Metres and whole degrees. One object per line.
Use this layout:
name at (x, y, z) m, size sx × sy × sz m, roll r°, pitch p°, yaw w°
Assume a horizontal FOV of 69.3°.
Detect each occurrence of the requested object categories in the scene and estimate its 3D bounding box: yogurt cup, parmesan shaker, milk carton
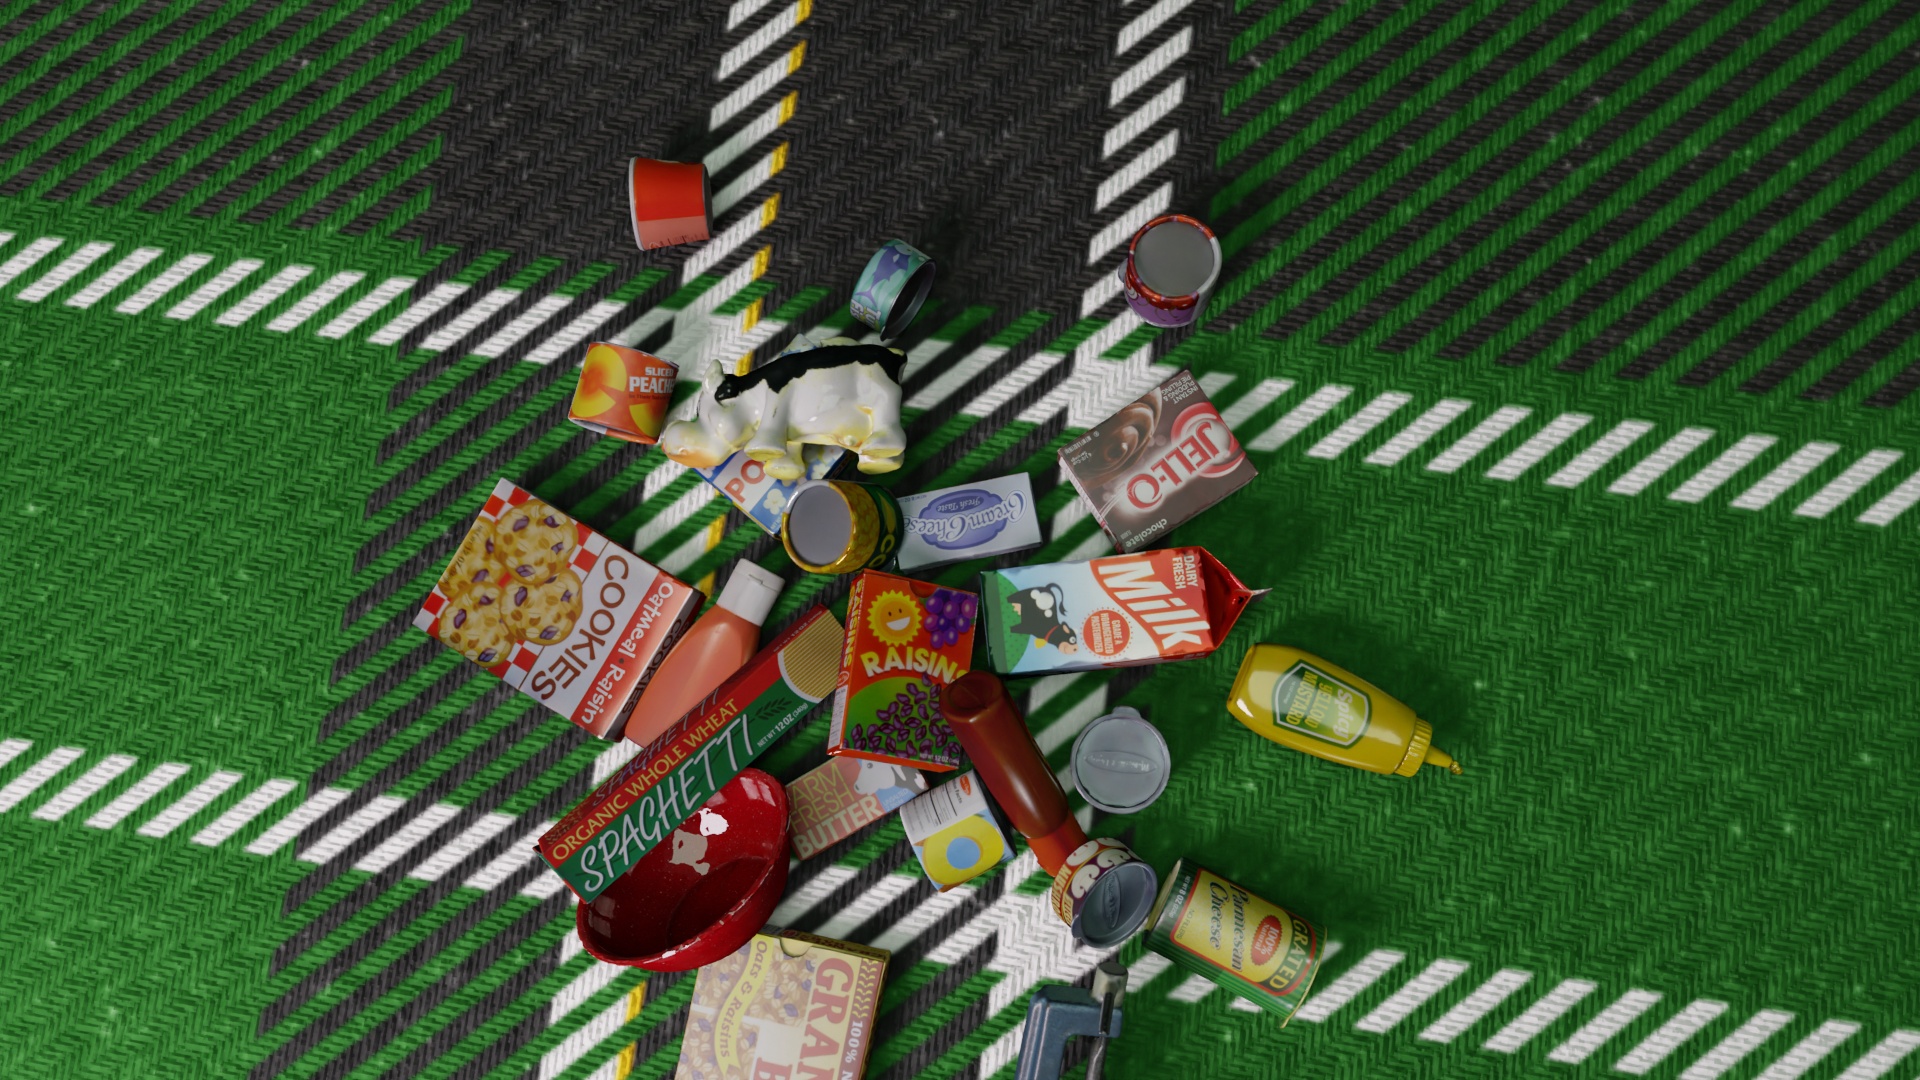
yogurt cup at (-0.213, -0.250, 1.027) m, size 0.054 × 0.072 × 0.072 m, roll -3°, pitch 81°, yaw -4°
parmesan shaker at (0.177, 0.262, 0.911) m, size 0.103 × 0.071 × 0.071 m, roll 25°, pitch 84°, yaw 8°
milk carton at (0.113, 0.049, 0.948) m, size 0.191 × 0.072 × 0.073 m, roll -7°, pitch 80°, yaw 3°

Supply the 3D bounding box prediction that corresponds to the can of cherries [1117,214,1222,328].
can of cherries at (0.148, -0.192, 0.991) m, size 0.071 × 0.058 × 0.071 m, roll -1°, pitch 81°, yaw 4°

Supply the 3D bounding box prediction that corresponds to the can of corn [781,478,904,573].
can of corn at (-0.081, -0.007, 0.967) m, size 0.071 × 0.058 × 0.071 m, roll -1°, pitch 88°, yaw 31°

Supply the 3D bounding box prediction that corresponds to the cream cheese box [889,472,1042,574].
cream cheese box at (0.004, -0.012, 0.991) m, size 0.104 × 0.024 × 0.053 m, roll -12°, pitch 82°, yaw 3°

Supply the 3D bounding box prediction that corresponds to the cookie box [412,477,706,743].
cookie box at (-0.285, 0.050, 0.996) m, size 0.167 × 0.040 × 0.123 m, roll 29°, pitch 84°, yaw 9°

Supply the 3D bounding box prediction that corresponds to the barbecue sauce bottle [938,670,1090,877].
barbecue sauce bottle at (0.040, 0.158, 0.919) m, size 0.044 × 0.065 × 0.148 m, roll -34°, pitch 112°, yaw -11°

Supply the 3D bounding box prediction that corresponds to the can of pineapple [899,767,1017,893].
can of pineapple at (0.000, 0.197, 0.937) m, size 0.058 × 0.071 × 0.071 m, roll -27°, pitch 80°, yaw 1°

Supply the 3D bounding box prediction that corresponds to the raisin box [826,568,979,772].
raisin box at (-0.039, 0.089, 0.946) m, size 0.086 × 0.040 × 0.124 m, roll 13°, pitch 71°, yaw -16°

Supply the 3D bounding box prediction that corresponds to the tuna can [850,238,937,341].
tuna can at (-0.050, -0.179, 1.000) m, size 0.033 × 0.071 × 0.071 m, roll 33°, pitch 85°, yaw 10°

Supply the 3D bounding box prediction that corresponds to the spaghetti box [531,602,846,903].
spaghetti box at (-0.173, 0.142, 0.941) m, size 0.251 × 0.028 × 0.050 m, roll -41°, pitch 109°, yaw -16°

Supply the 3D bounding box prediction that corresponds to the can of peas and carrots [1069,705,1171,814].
can of peas and carrots at (0.107, 0.148, 0.939) m, size 0.071 × 0.058 × 0.071 m, roll -1°, pitch 80°, yaw 4°

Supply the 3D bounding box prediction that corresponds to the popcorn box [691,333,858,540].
popcorn box at (-0.122, -0.074, 1.003) m, size 0.085 × 0.038 × 0.127 m, roll 39°, pitch 86°, yaw 9°

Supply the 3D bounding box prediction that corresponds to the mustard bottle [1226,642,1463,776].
mustard bottle at (0.263, 0.121, 0.936) m, size 0.160 × 0.049 × 0.065 m, roll 22°, pitch 85°, yaw 8°

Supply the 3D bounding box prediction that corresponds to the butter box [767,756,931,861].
butter box at (-0.077, 0.175, 0.967) m, size 0.103 × 0.024 × 0.053 m, roll -30°, pitch 79°, yaw -1°

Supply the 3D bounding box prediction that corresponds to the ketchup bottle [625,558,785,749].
ketchup bottle at (-0.174, 0.085, 0.978) m, size 0.065 × 0.043 × 0.149 m, roll 28°, pitch 84°, yaw 0°

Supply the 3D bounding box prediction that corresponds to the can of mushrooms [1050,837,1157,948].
can of mushrooms at (0.093, 0.234, 0.921) m, size 0.071 × 0.071 × 0.033 m, roll -51°, pitch 40°, yaw -4°

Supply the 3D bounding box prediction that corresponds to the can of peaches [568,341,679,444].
can of peaches at (-0.241, -0.105, 1.002) m, size 0.071 × 0.071 × 0.058 m, roll 14°, pitch 83°, yaw 6°

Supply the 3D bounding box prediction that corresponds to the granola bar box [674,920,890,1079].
granola bar box at (-0.125, 0.349, 0.935) m, size 0.124 × 0.039 × 0.165 m, roll 11°, pitch 82°, yaw 6°
